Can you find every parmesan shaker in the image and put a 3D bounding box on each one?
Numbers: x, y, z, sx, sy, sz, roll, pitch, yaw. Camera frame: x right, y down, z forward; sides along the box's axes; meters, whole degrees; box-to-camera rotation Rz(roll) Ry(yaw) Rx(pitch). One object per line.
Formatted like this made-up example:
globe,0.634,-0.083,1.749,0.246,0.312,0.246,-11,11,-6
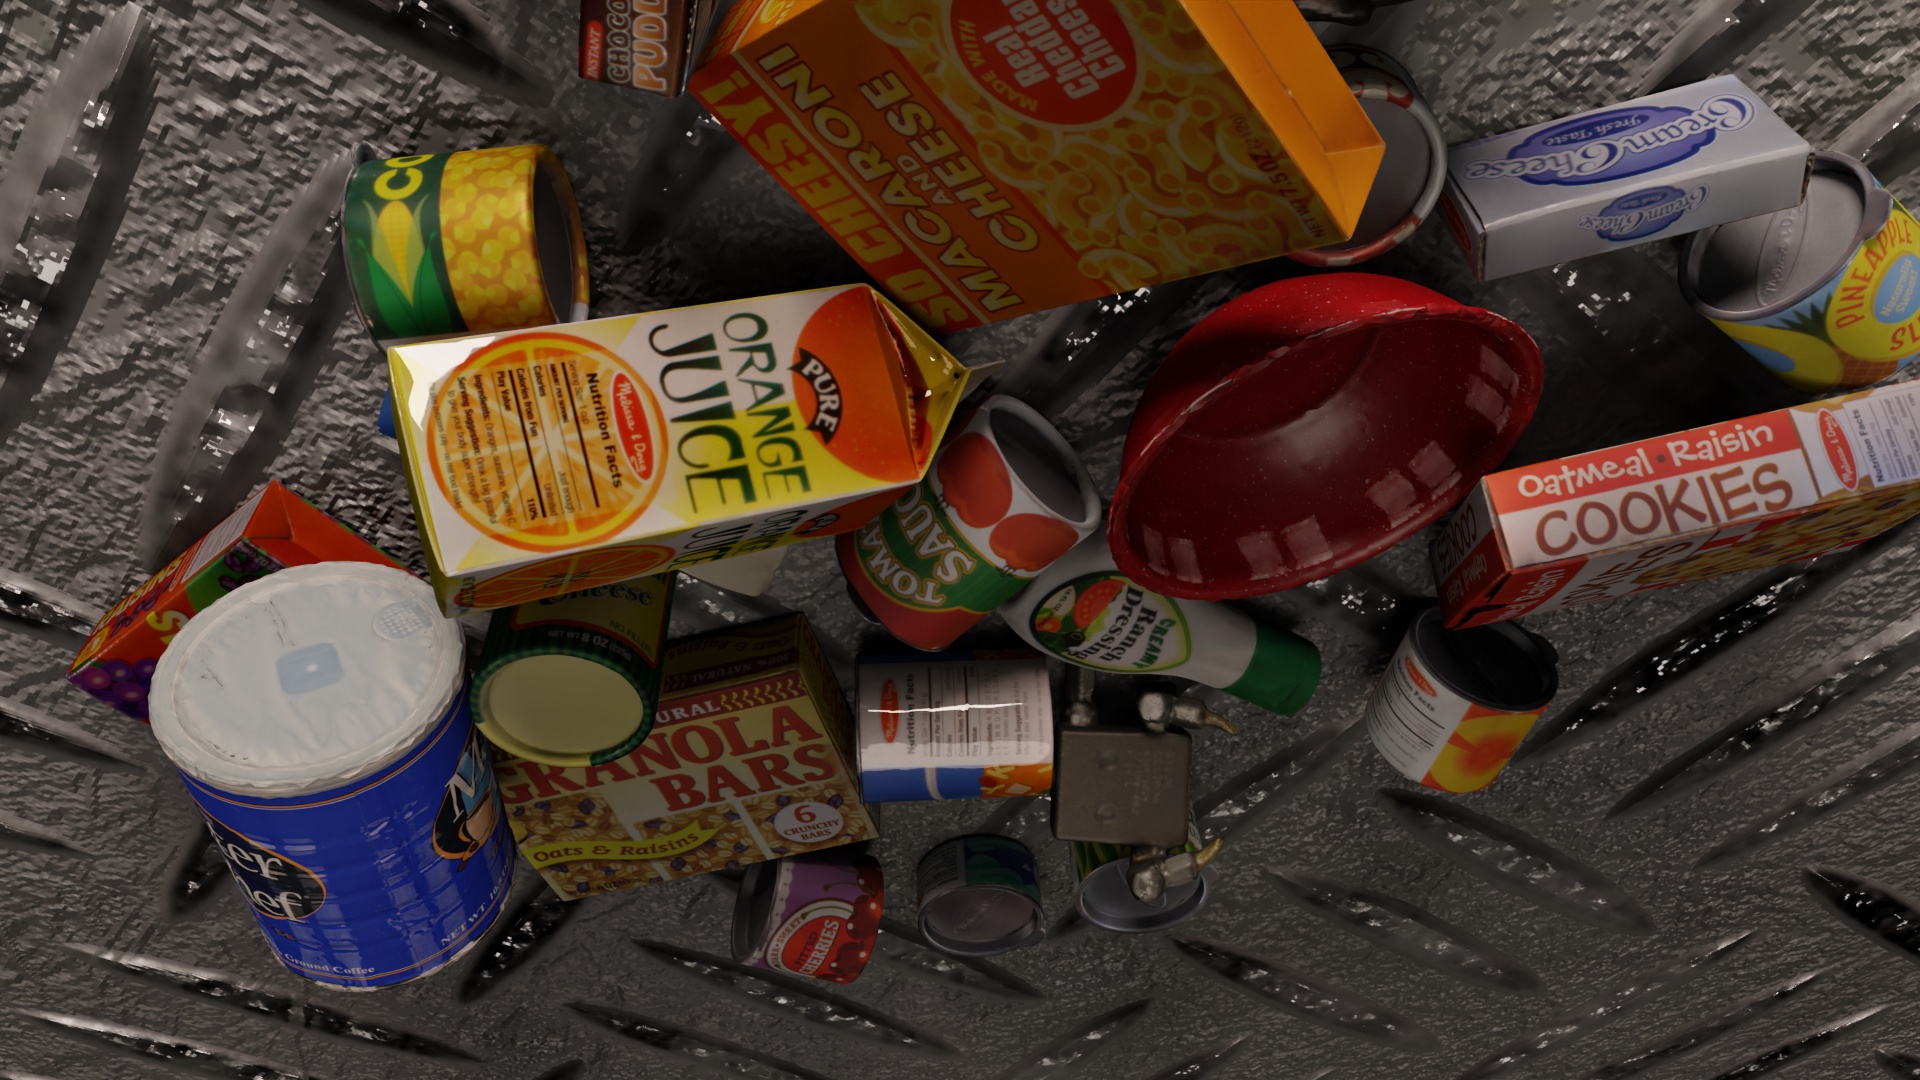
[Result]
parmesan shaker,-0.141,0.028,0.533,0.071,0.103,0.071,-2,131,-2

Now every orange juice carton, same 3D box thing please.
orange juice carton,-0.082,-0.034,0.464,0.193,0.073,0.071,-13,172,-23

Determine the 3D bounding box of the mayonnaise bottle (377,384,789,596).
mayonnaise bottle,-0.134,-0.030,0.513,0.148,0.065,0.041,21,124,-16

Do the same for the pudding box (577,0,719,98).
pudding box,-0.082,-0.163,0.383,0.030,0.084,0.049,10,131,-9

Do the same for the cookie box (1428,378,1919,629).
cookie box,0.276,-0.009,0.533,0.167,0.040,0.122,-13,165,7

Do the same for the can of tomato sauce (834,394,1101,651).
can of tomato sauce,0.002,-0.007,0.536,0.071,0.071,0.083,35,120,-29

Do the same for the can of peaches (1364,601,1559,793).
can of peaches,0.224,0.070,0.621,0.071,0.071,0.057,6,131,-9

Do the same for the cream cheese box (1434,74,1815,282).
cream cheese box,0.216,-0.121,0.461,0.104,0.053,0.024,-13,133,7

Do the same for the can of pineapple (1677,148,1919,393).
can of pineapple,0.298,-0.092,0.481,0.058,0.071,0.070,27,124,-26

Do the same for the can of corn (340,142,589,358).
can of corn,-0.158,-0.095,0.450,0.058,0.071,0.070,-6,131,0

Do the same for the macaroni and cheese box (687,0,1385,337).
macaroni and cheese box,0.016,-0.123,0.399,0.166,0.040,0.123,-4,142,48

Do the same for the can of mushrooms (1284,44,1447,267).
can of mushrooms,0.123,-0.126,0.463,0.071,0.034,0.070,-2,132,-3

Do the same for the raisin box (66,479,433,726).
raisin box,-0.291,0.041,0.577,0.123,0.040,0.086,-31,127,22

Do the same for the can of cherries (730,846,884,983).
can of cherries,-0.077,0.187,0.699,0.058,0.072,0.071,19,127,-20

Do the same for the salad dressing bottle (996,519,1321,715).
salad dressing bottle,0.087,0.035,0.596,0.147,0.044,0.064,22,122,-22

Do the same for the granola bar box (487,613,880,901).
granola bar box,-0.133,0.105,0.644,0.165,0.039,0.123,-13,131,7

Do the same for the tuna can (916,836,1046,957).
tuna can,0.012,0.188,0.732,0.071,0.033,0.070,-2,131,-2

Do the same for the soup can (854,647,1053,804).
soup can,-0.004,0.082,0.618,0.084,0.072,0.071,-2,131,-3

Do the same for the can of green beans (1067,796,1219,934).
can of green beans,0.086,0.152,0.689,0.071,0.058,0.071,-2,131,-2
